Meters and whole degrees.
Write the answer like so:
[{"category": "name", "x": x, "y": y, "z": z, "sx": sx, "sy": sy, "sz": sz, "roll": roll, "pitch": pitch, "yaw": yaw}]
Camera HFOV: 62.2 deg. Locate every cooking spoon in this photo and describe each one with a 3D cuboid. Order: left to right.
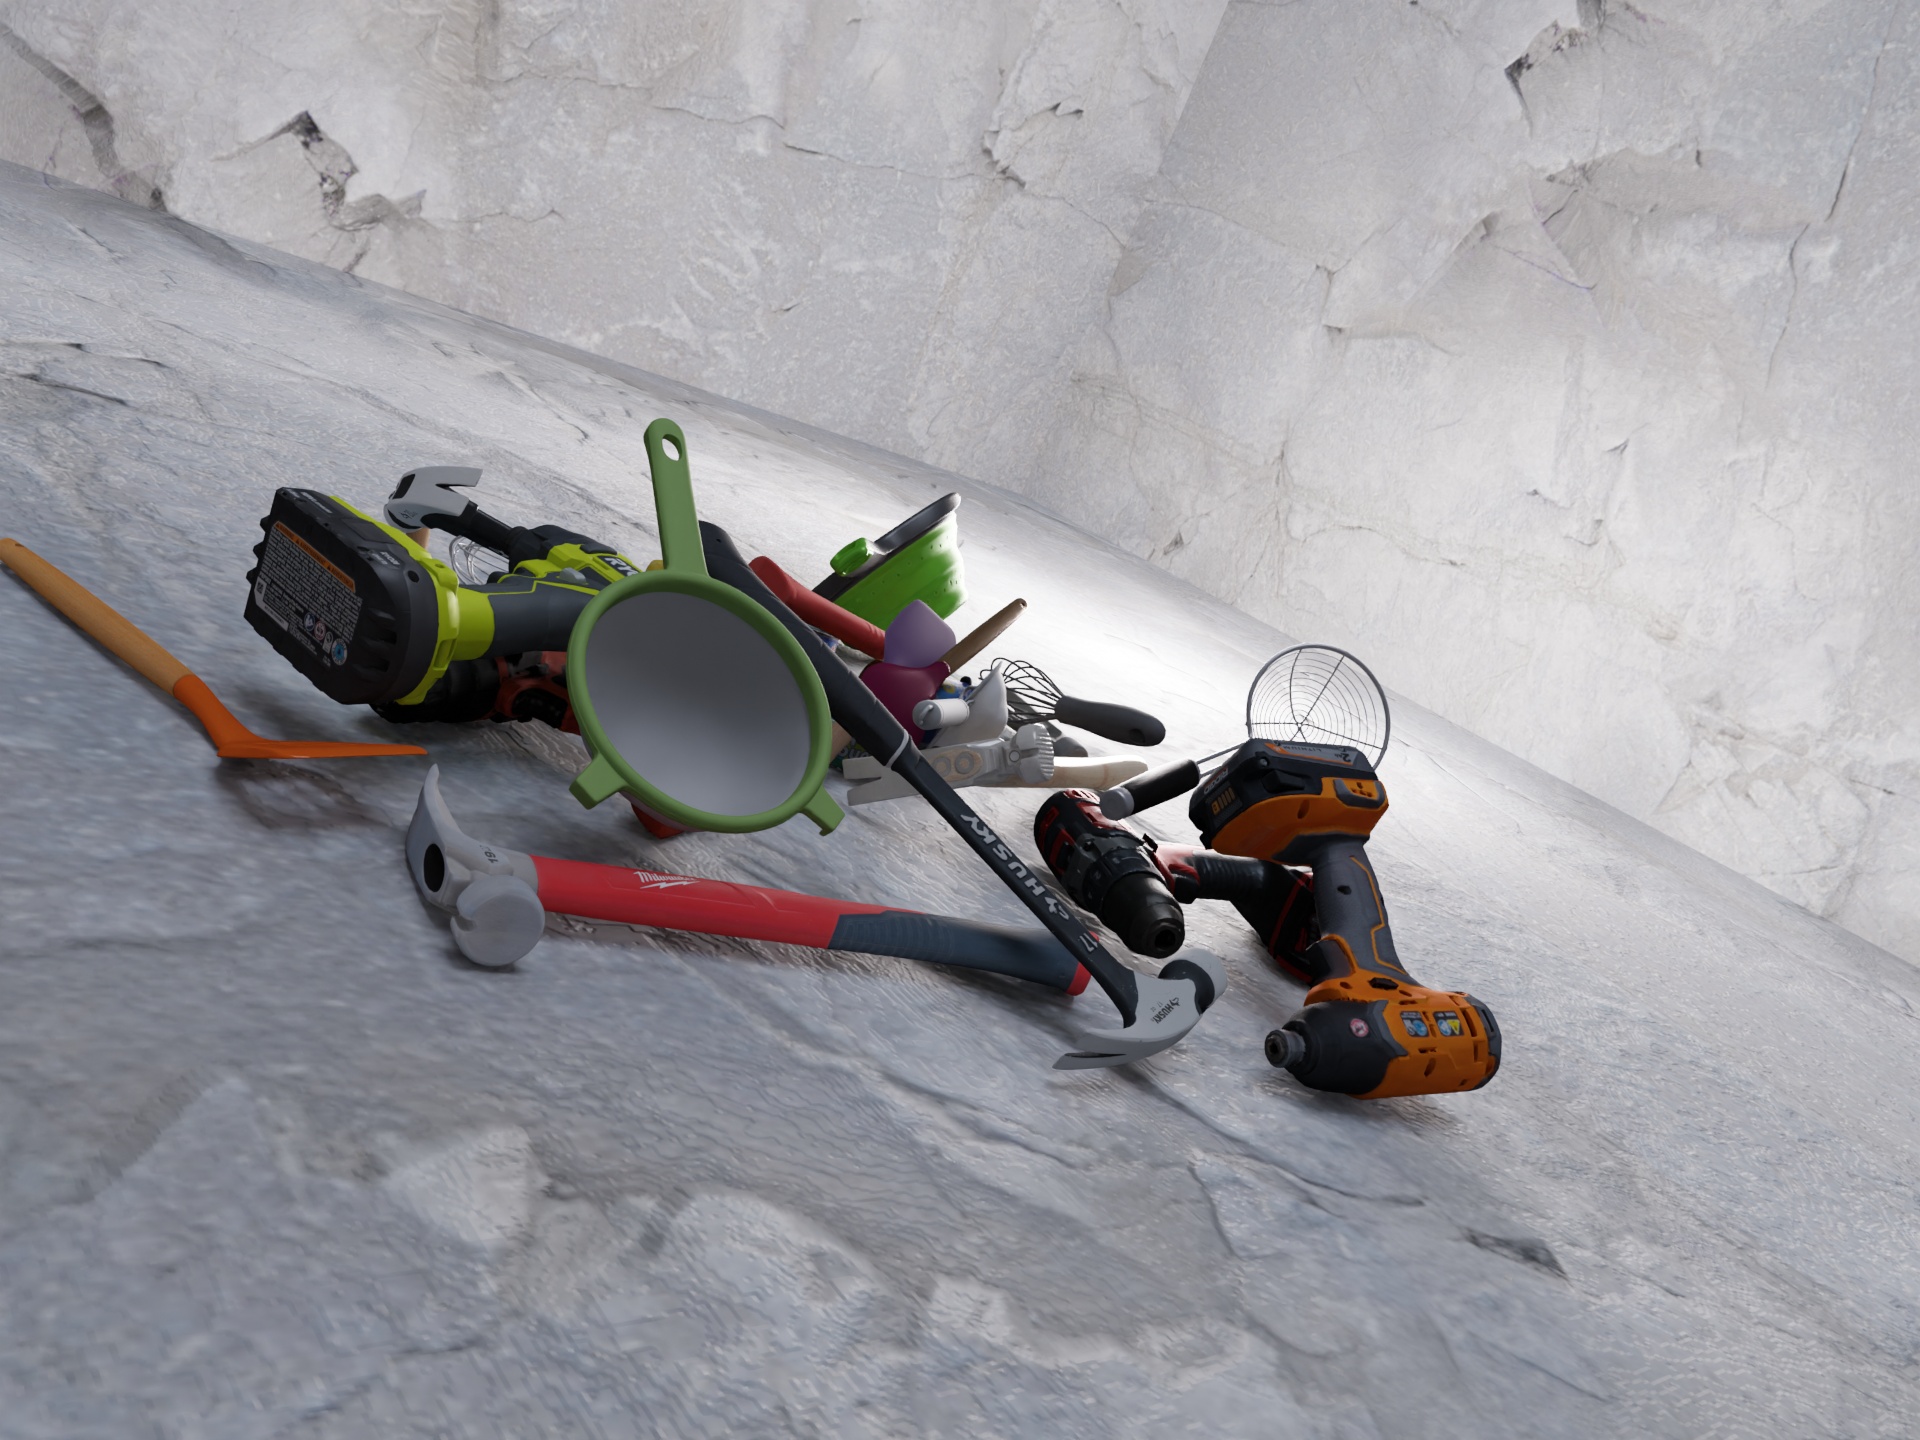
[{"category": "cooking spoon", "x": -0.005, "y": -0.048, "z": 1.248, "sx": 0.068, "sy": 0.017, "sz": 0.319, "roll": 60, "pitch": 29, "yaw": -7}]

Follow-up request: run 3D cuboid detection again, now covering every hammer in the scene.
[{"category": "hammer", "x": -0.245, "y": -0.086, "z": 1.145, "sx": 0.334, "sy": 0.035, "sz": 0.146, "roll": 29, "pitch": -15, "yaw": -25}, {"category": "hammer", "x": -0.088, "y": 0.096, "z": 0.828, "sx": 0.386, "sy": 0.038, "sz": 0.143, "roll": 14, "pitch": 14, "yaw": -35}, {"category": "hammer", "x": -0.044, "y": -0.052, "z": 1.345, "sx": 0.358, "sy": 0.036, "sz": 0.149, "roll": 28, "pitch": 8, "yaw": -40}, {"category": "hammer", "x": -0.027, "y": 0.031, "z": 0.889, "sx": 0.409, "sy": 0.036, "sz": 0.149, "roll": 45, "pitch": 29, "yaw": 14}, {"category": "hammer", "x": 0.057, "y": 0.041, "z": 1.230, "sx": 0.146, "sy": 0.038, "sz": 0.410, "roll": -9, "pitch": -6, "yaw": 21}]

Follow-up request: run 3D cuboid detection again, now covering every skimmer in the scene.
[{"category": "skimmer", "x": 0.221, "y": 0.019, "z": 1.195, "sx": 0.363, "sy": 0.090, "sz": 0.127, "roll": -15, "pitch": 84, "yaw": -56}]

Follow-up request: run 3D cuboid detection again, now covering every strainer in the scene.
[{"category": "strainer", "x": -0.157, "y": -0.045, "z": 0.854, "sx": 0.151, "sy": 0.069, "sz": 0.257, "roll": 10, "pitch": 55, "yaw": -37}, {"category": "strainer", "x": -0.002, "y": -0.004, "z": 1.103, "sx": 0.050, "sy": 0.087, "sz": 0.258, "roll": 41, "pitch": 8, "yaw": 7}]

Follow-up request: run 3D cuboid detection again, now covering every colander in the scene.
[{"category": "colander", "x": -0.062, "y": -0.115, "z": 1.439, "sx": 0.094, "sy": 0.204, "sz": 0.397, "roll": 54, "pitch": 4, "yaw": -3}]

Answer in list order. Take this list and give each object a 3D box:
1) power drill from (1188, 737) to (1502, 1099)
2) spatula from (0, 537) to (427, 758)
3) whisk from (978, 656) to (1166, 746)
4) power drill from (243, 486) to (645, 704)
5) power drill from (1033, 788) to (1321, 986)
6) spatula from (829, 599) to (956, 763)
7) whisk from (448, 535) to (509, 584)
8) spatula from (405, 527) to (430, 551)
[{"category": "power drill", "x": 0.223, "y": 0.124, "z": 0.980, "sx": 0.164, "sy": 0.084, "sz": 0.227, "roll": 5, "pitch": 53, "yaw": -33}, {"category": "spatula", "x": -0.403, "y": -0.035, "z": 0.809, "sx": 0.323, "sy": 0.041, "sz": 0.081, "roll": 29, "pitch": 15, "yaw": 28}, {"category": "whisk", "x": 0.083, "y": -0.012, "z": 1.229, "sx": 0.055, "sy": 0.055, "sz": 0.239, "roll": 15, "pitch": 2, "yaw": -32}, {"category": "power drill", "x": -0.268, "y": -0.070, "z": 0.888, "sx": 0.171, "sy": 0.080, "sz": 0.223, "roll": 33, "pitch": 20, "yaw": 30}, {"category": "power drill", "x": 0.173, "y": 0.122, "z": 1.090, "sx": 0.226, "sy": 0.080, "sz": 0.188, "roll": 15, "pitch": 15, "yaw": -21}, {"category": "spatula", "x": -0.062, "y": -0.018, "z": 1.167, "sx": 0.060, "sy": 0.018, "sz": 0.316, "roll": 43, "pitch": 30, "yaw": -4}, {"category": "whisk", "x": -0.274, "y": -0.083, "z": 1.220, "sx": 0.246, "sy": 0.059, "sz": 0.058, "roll": 24, "pitch": 49, "yaw": -11}, {"category": "spatula", "x": -0.394, "y": -0.120, "z": 1.156, "sx": 0.082, "sy": 0.044, "sz": 0.318, "roll": 24, "pitch": 11, "yaw": -22}]
